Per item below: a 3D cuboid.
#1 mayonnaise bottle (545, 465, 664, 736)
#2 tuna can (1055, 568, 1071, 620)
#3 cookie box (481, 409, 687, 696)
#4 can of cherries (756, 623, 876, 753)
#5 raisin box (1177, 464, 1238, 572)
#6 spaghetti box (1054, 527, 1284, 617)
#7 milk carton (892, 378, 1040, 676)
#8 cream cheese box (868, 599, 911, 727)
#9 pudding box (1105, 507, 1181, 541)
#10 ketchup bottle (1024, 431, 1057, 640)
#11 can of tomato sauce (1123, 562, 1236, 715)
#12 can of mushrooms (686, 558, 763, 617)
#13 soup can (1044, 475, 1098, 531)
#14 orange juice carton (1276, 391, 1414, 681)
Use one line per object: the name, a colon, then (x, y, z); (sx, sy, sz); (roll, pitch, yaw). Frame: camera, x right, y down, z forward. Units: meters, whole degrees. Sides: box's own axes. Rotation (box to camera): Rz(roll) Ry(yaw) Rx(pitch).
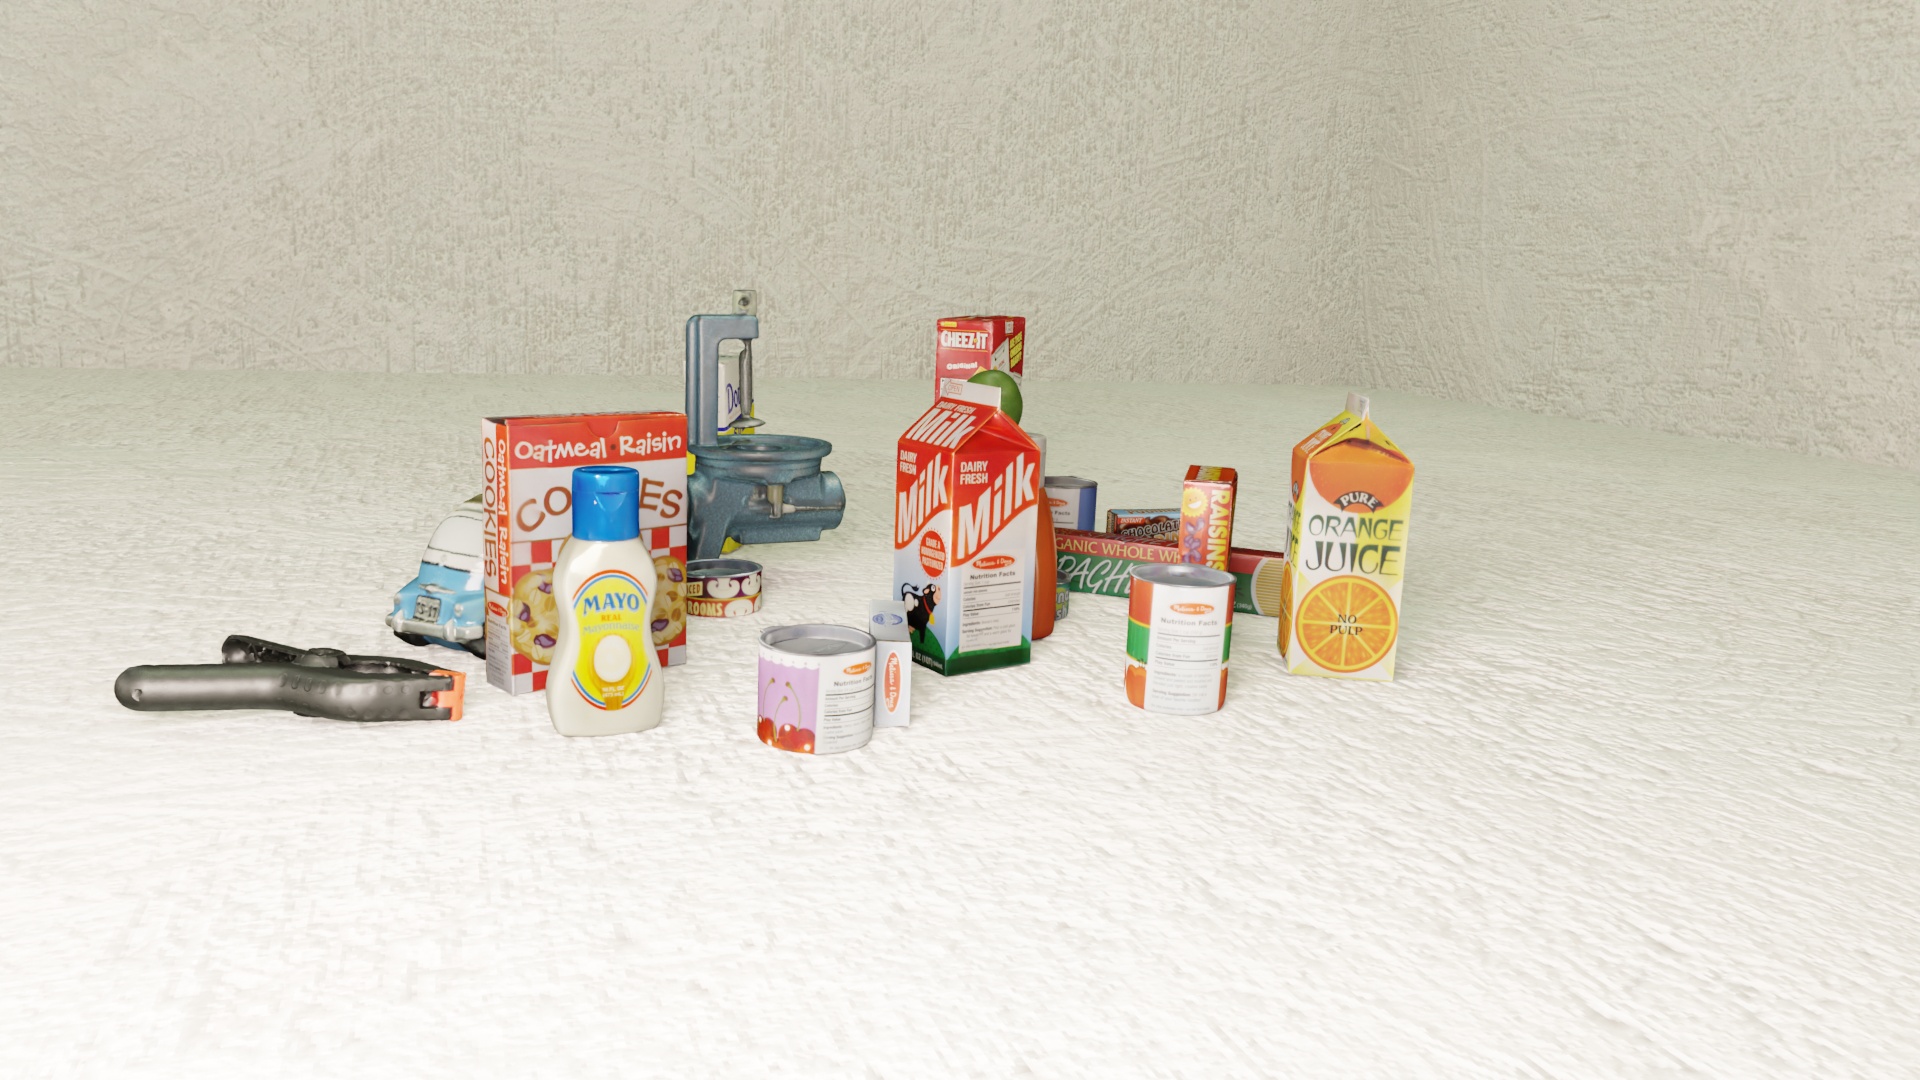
mayonnaise bottle: (-0.198, 0.033, 0.775); (0.065, 0.147, 0.041); (-2, 11, -23)
tuna can: (0.055, 0.041, 1.090); (0.071, 0.032, 0.071); (2, 11, 0)
cookie box: (-0.232, 0.003, 0.871); (0.123, 0.167, 0.040); (-8, 14, -43)
can of cherries: (-0.083, 0.082, 0.784); (0.071, 0.058, 0.071); (2, 11, 0)
raisin box: (0.184, 0.009, 1.047); (0.040, 0.123, 0.086); (5, 11, 12)
spaghetti box: (0.174, 0.026, 1.150); (0.250, 0.050, 0.029); (7, 11, 20)
milk carton: (0.003, -0.012, 0.940); (0.073, 0.190, 0.072); (-5, 13, -34)
cream cheese box: (-0.044, 0.073, 0.851); (0.024, 0.053, 0.104); (2, 11, -5)
pudding box: (0.180, -0.005, 1.310); (0.084, 0.049, 0.030); (-1, 11, -17)
ketchup bottle: (0.042, -0.004, 1.019); (0.065, 0.148, 0.044); (11, 13, 38)
can of tomato sauce: (0.138, 0.061, 0.879); (0.071, 0.083, 0.071); (2, 11, 0)
can of mushrooms: (-0.186, 0.036, 1.062); (0.071, 0.033, 0.071); (2, 11, 0)
soup can: (0.088, -0.013, 1.240); (0.071, 0.083, 0.071); (2, 11, 0)
orange juice carton: (0.266, -0.006, 0.962); (0.073, 0.192, 0.072); (4, 11, 5)
